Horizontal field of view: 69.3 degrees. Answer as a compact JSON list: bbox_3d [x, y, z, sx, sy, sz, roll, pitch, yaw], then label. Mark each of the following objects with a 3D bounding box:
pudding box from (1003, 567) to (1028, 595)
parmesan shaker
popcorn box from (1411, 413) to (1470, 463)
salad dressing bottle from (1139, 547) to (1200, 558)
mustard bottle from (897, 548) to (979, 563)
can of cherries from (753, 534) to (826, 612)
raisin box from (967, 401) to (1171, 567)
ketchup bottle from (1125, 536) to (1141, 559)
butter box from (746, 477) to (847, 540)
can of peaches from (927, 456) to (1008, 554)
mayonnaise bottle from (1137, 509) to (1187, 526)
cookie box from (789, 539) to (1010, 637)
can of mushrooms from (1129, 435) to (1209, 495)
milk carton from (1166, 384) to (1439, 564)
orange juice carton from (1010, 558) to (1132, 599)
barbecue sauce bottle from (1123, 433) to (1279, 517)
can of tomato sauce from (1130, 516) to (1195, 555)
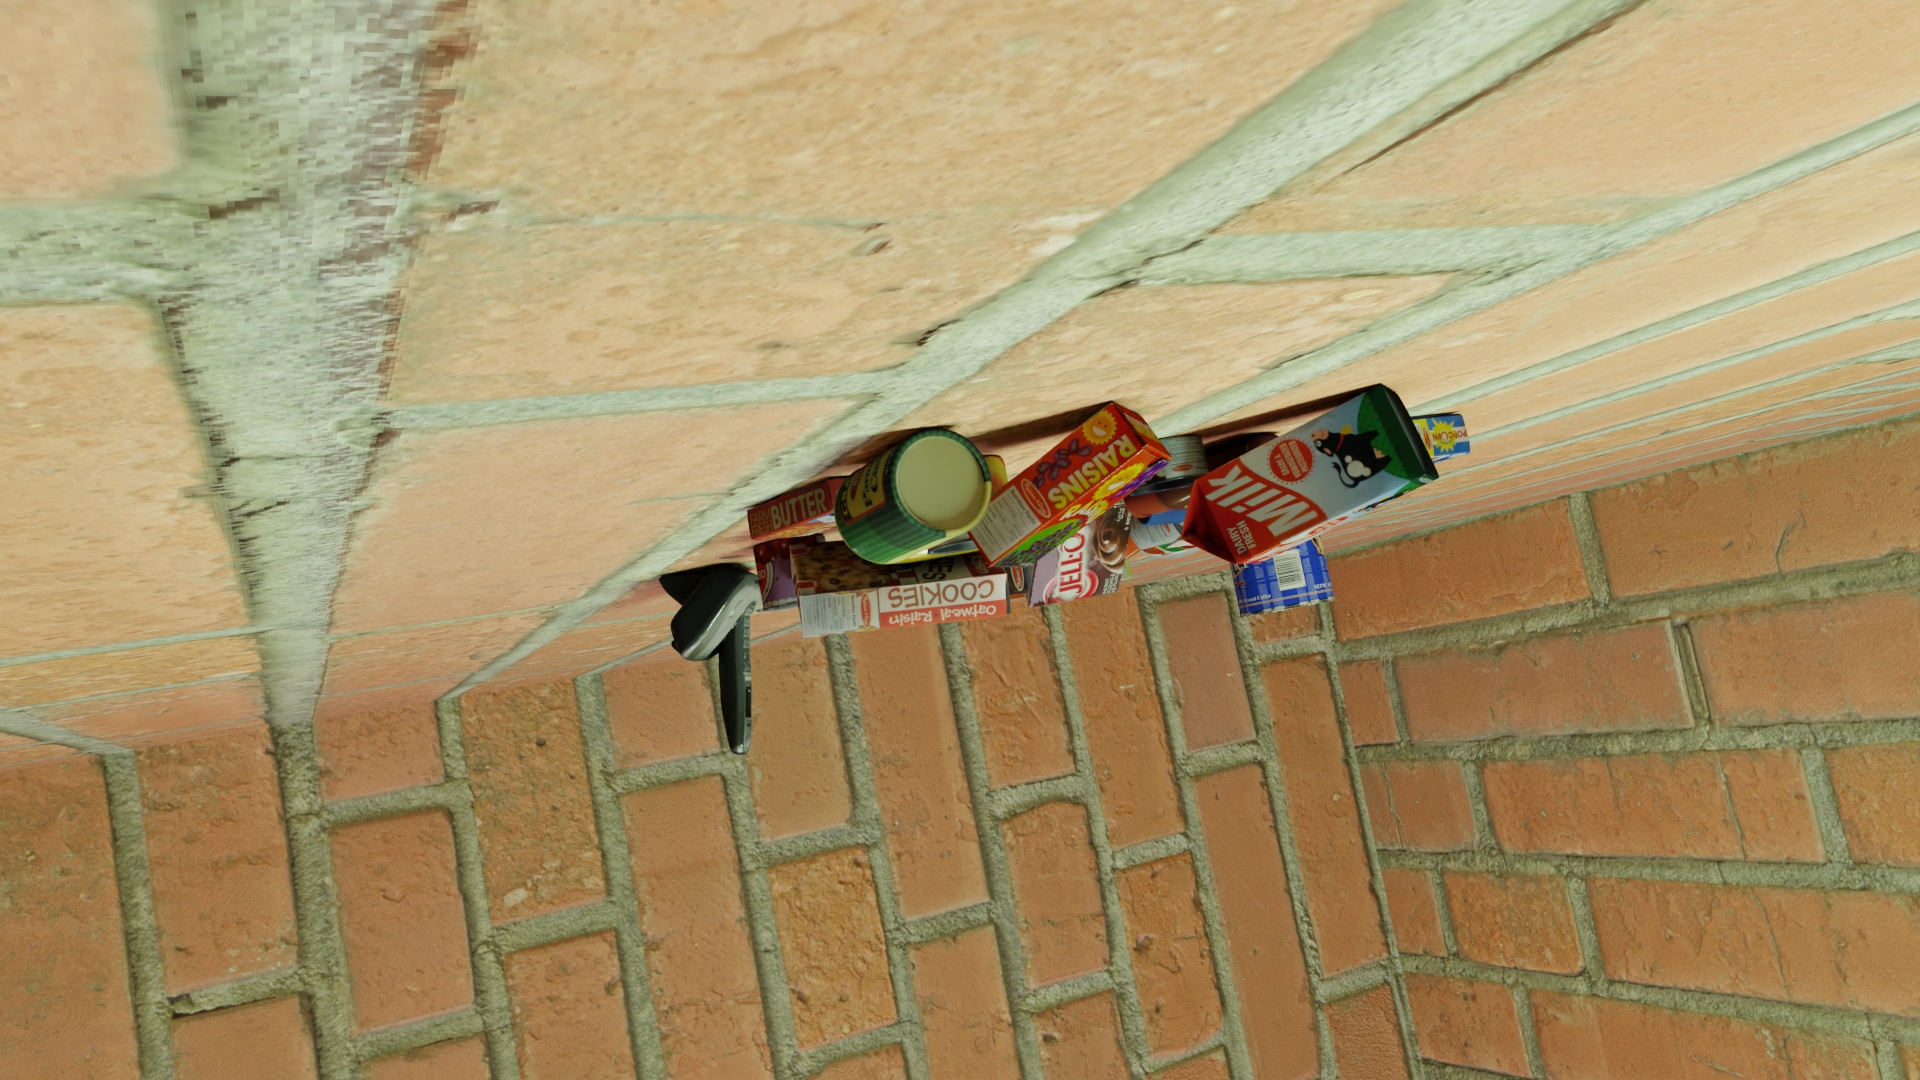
[{"bbox_3d":[0.028,0.012,1.258,0.050,0.083,0.030,-10,174,-12],"label":"pudding box"},{"bbox_3d":[-0.029,-0.028,0.854,0.071,0.071,0.103,-8,173,-24],"label":"parmesan shaker"},{"bbox_3d":[0.377,-0.079,1.242,0.085,0.038,0.126,-8,174,-26],"label":"popcorn box"},{"bbox_3d":[0.188,-0.010,1.489,0.148,0.064,0.044,-4,167,10],"label":"salad dressing bottle"},{"bbox_3d":[0.004,-0.014,1.129,0.160,0.048,0.065,-9,-177,-19],"label":"mustard bottle"},{"bbox_3d":[-0.150,0.030,1.236,0.071,0.058,0.071,-10,175,-1],"label":"can of cherries"},{"bbox_3d":[0.069,-0.033,0.885,0.123,0.040,0.086,-38,166,14],"label":"raisin box"},{"bbox_3d":[0.168,-0.010,1.446,0.148,0.064,0.044,-20,-171,15],"label":"ketchup bottle"},{"bbox_3d":[-0.100,-0.022,0.974,0.053,0.024,0.103,-6,173,-42],"label":"butter box"},{"bbox_3d":[0.005,-0.025,0.979,0.071,0.058,0.071,-11,174,-1],"label":"can of peaches"},{"bbox_3d":[0.236,-0.037,1.296,0.148,0.065,0.041,-4,176,-20],"label":"mayonnaise bottle"},{"bbox_3d":[-0.053,0.033,1.153,0.168,0.040,0.123,-5,-161,-9],"label":"cookie box"},{"bbox_3d":[0.154,-0.057,1.064,0.071,0.033,0.071,-11,175,-1],"label":"can of mushrooms"},{"bbox_3d":[0.245,-0.037,1.026,0.190,0.073,0.072,-28,168,24],"label":"milk carton"},{"bbox_3d":[0.097,0.022,1.562,0.193,0.073,0.071,-6,172,-40],"label":"orange juice carton"},{"bbox_3d":[0.201,-0.051,1.157,0.065,0.043,0.148,-7,174,-42],"label":"barbecue sauce bottle"},{"bbox_3d":[0.214,-0.022,1.359,0.071,0.071,0.083,-8,174,-25],"label":"can of tomato sauce"}]
